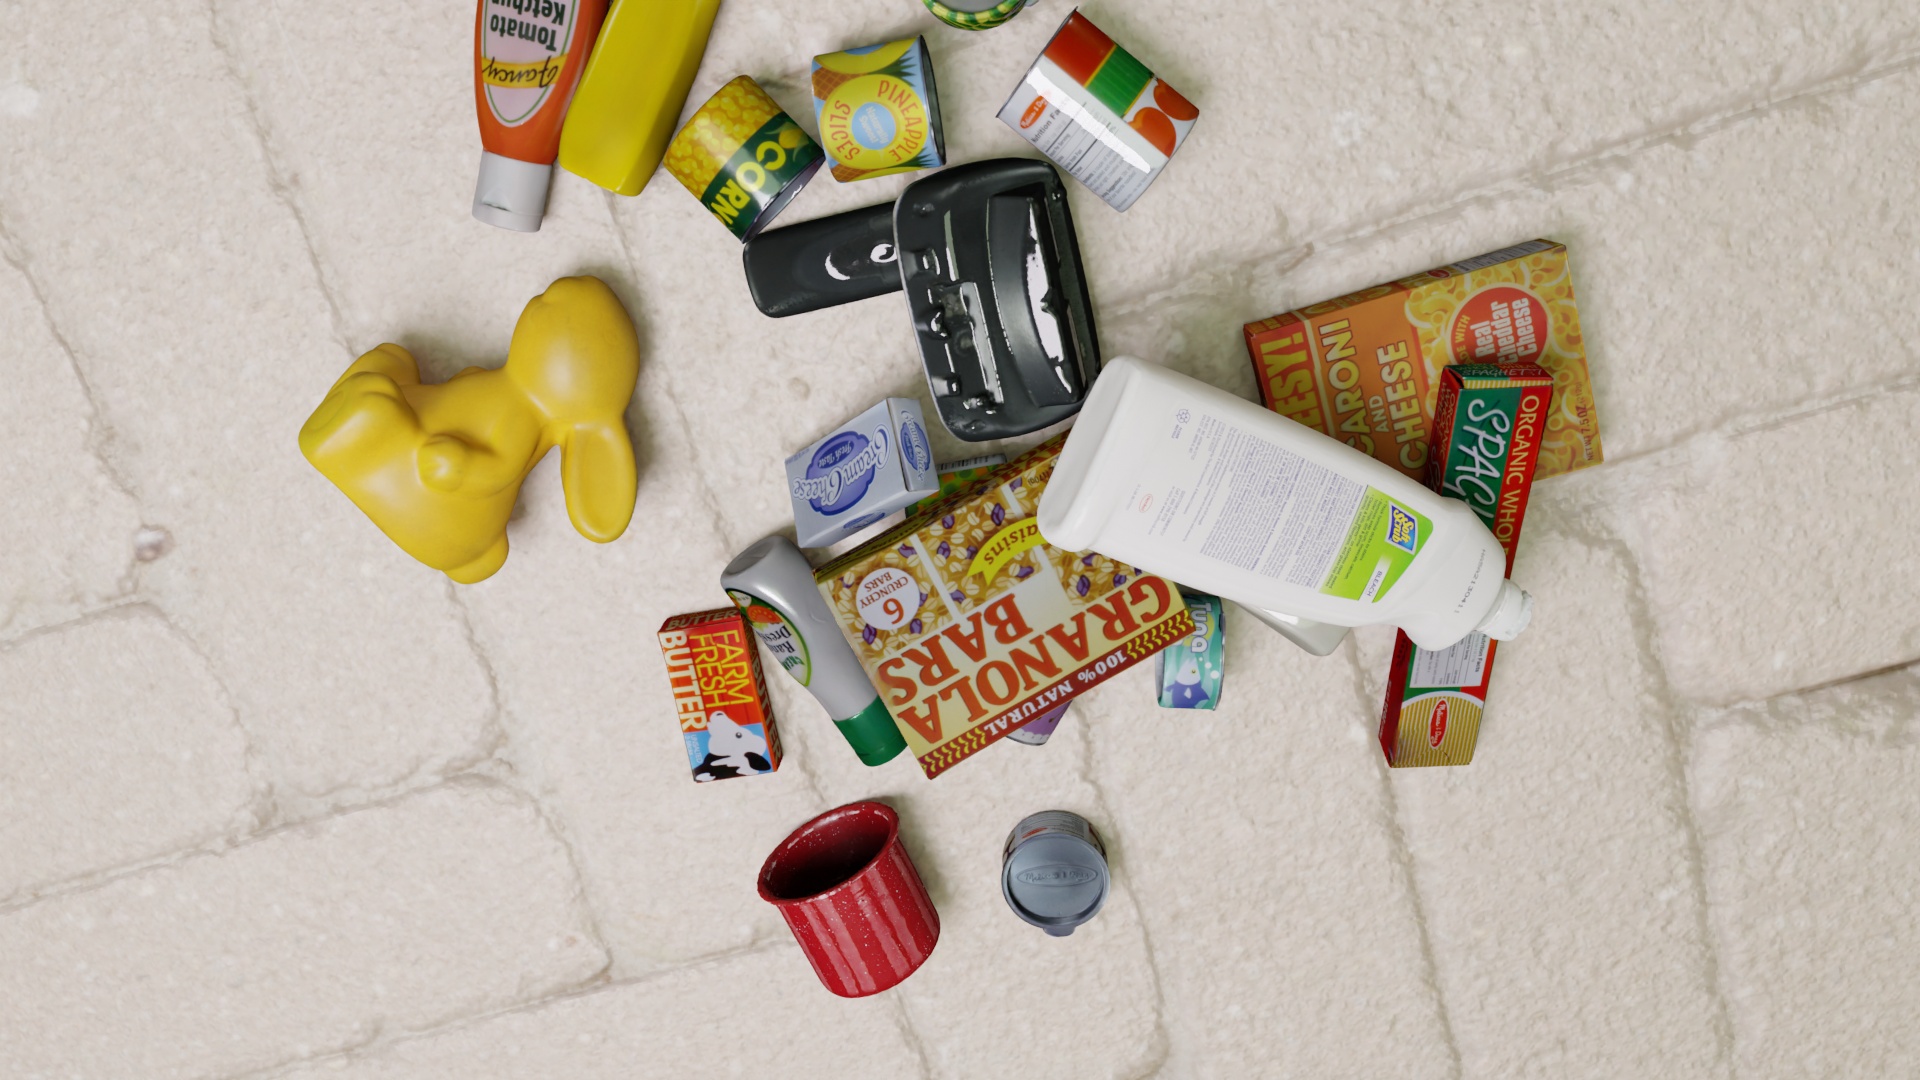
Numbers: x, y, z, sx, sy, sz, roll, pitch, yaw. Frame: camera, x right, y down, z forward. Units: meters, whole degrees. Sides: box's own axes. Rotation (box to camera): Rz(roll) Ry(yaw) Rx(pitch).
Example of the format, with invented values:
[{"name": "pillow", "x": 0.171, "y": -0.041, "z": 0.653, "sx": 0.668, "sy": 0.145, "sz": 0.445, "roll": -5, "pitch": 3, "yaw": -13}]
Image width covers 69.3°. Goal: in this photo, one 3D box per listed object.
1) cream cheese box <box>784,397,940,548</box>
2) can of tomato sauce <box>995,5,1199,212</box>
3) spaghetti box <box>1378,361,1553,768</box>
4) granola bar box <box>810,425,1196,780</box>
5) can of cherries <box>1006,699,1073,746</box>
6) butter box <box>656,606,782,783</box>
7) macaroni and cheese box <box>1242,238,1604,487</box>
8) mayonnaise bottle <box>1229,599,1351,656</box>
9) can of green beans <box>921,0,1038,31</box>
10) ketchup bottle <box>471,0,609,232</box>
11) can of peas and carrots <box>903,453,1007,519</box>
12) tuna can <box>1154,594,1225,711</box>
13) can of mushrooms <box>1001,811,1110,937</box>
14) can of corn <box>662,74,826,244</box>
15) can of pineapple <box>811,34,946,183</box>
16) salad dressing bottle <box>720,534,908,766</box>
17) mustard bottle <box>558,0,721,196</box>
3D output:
[{"name": "cream cheese box", "x": -0.056, "y": -0.036, "z": 0.757, "sx": 0.103, "sy": 0.024, "sz": 0.053, "roll": -25, "pitch": 73, "yaw": 45}, {"name": "can of tomato sauce", "x": 0.071, "y": -0.221, "z": 0.714, "sx": 0.083, "sy": 0.071, "sz": 0.071, "roll": 36, "pitch": 105, "yaw": -8}, {"name": "spaghetti box", "x": 0.273, "y": 0.020, "z": 0.761, "sx": 0.050, "sy": 0.029, "sz": 0.248, "roll": -2, "pitch": 120, "yaw": -1}, {"name": "granola bar box", "x": 0.024, "y": 0.031, "z": 0.729, "sx": 0.166, "sy": 0.039, "sz": 0.124, "roll": -29, "pitch": 106, "yaw": -3}, {"name": "can of cherries", "x": 0.038, "y": 0.075, "z": 0.803, "sx": 0.071, "sy": 0.072, "sz": 0.058, "roll": 28, "pitch": 105, "yaw": -6}, {"name": "butter box", "x": -0.144, "y": 0.093, "z": 0.836, "sx": 0.053, "sy": 0.024, "sz": 0.103, "roll": -9, "pitch": 106, "yaw": 6}, {"name": "macaroni and cheese box", "x": 0.251, "y": -0.080, "z": 0.758, "sx": 0.166, "sy": 0.040, "sz": 0.123, "roll": -15, "pitch": 106, "yaw": 7}, {"name": "mayonnaise bottle", "x": 0.150, "y": 0.008, "z": 0.779, "sx": 0.148, "sy": 0.065, "sz": 0.041, "roll": 34, "pitch": 98, "yaw": -3}, {"name": "can of green beans", "x": 0.006, "y": -0.293, "z": 0.699, "sx": 0.071, "sy": 0.058, "sz": 0.071, "roll": 1, "pitch": 107, "yaw": 3}, {"name": "ketchup bottle", "x": -0.227, "y": -0.240, "z": 0.733, "sx": 0.065, "sy": 0.044, "sz": 0.148, "roll": 17, "pitch": 107, "yaw": 3}, {"name": "can of peas and carrots", "x": 0.003, "y": -0.010, "z": 0.777, "sx": 0.059, "sy": 0.071, "sz": 0.070, "roll": -10, "pitch": 106, "yaw": 5}, {"name": "tuna can", "x": 0.130, "y": 0.062, "z": 0.790, "sx": 0.033, "sy": 0.071, "sz": 0.071, "roll": 2, "pitch": 107, "yaw": 3}, {"name": "can of mushrooms", "x": 0.058, "y": 0.204, "z": 0.854, "sx": 0.071, "sy": 0.033, "sz": 0.070, "roll": 1, "pitch": 106, "yaw": 2}, {"name": "can of corn", "x": -0.113, "y": -0.199, "z": 0.725, "sx": 0.058, "sy": 0.071, "sz": 0.071, "roll": 44, "pitch": 104, "yaw": -9}, {"name": "can of pineapple", "x": -0.042, "y": -0.221, "z": 0.716, "sx": 0.058, "sy": 0.071, "sz": 0.070, "roll": -9, "pitch": 106, "yaw": 6}, {"name": "salad dressing bottle", "x": -0.081, "y": 0.067, "z": 0.810, "sx": 0.044, "sy": 0.064, "sz": 0.147, "roll": -45, "pitch": 112, "yaw": -30}, {"name": "mustard bottle", "x": -0.158, "y": -0.259, "z": 0.717, "sx": 0.049, "sy": 0.065, "sz": 0.160, "roll": 24, "pitch": 100, "yaw": -5}]
